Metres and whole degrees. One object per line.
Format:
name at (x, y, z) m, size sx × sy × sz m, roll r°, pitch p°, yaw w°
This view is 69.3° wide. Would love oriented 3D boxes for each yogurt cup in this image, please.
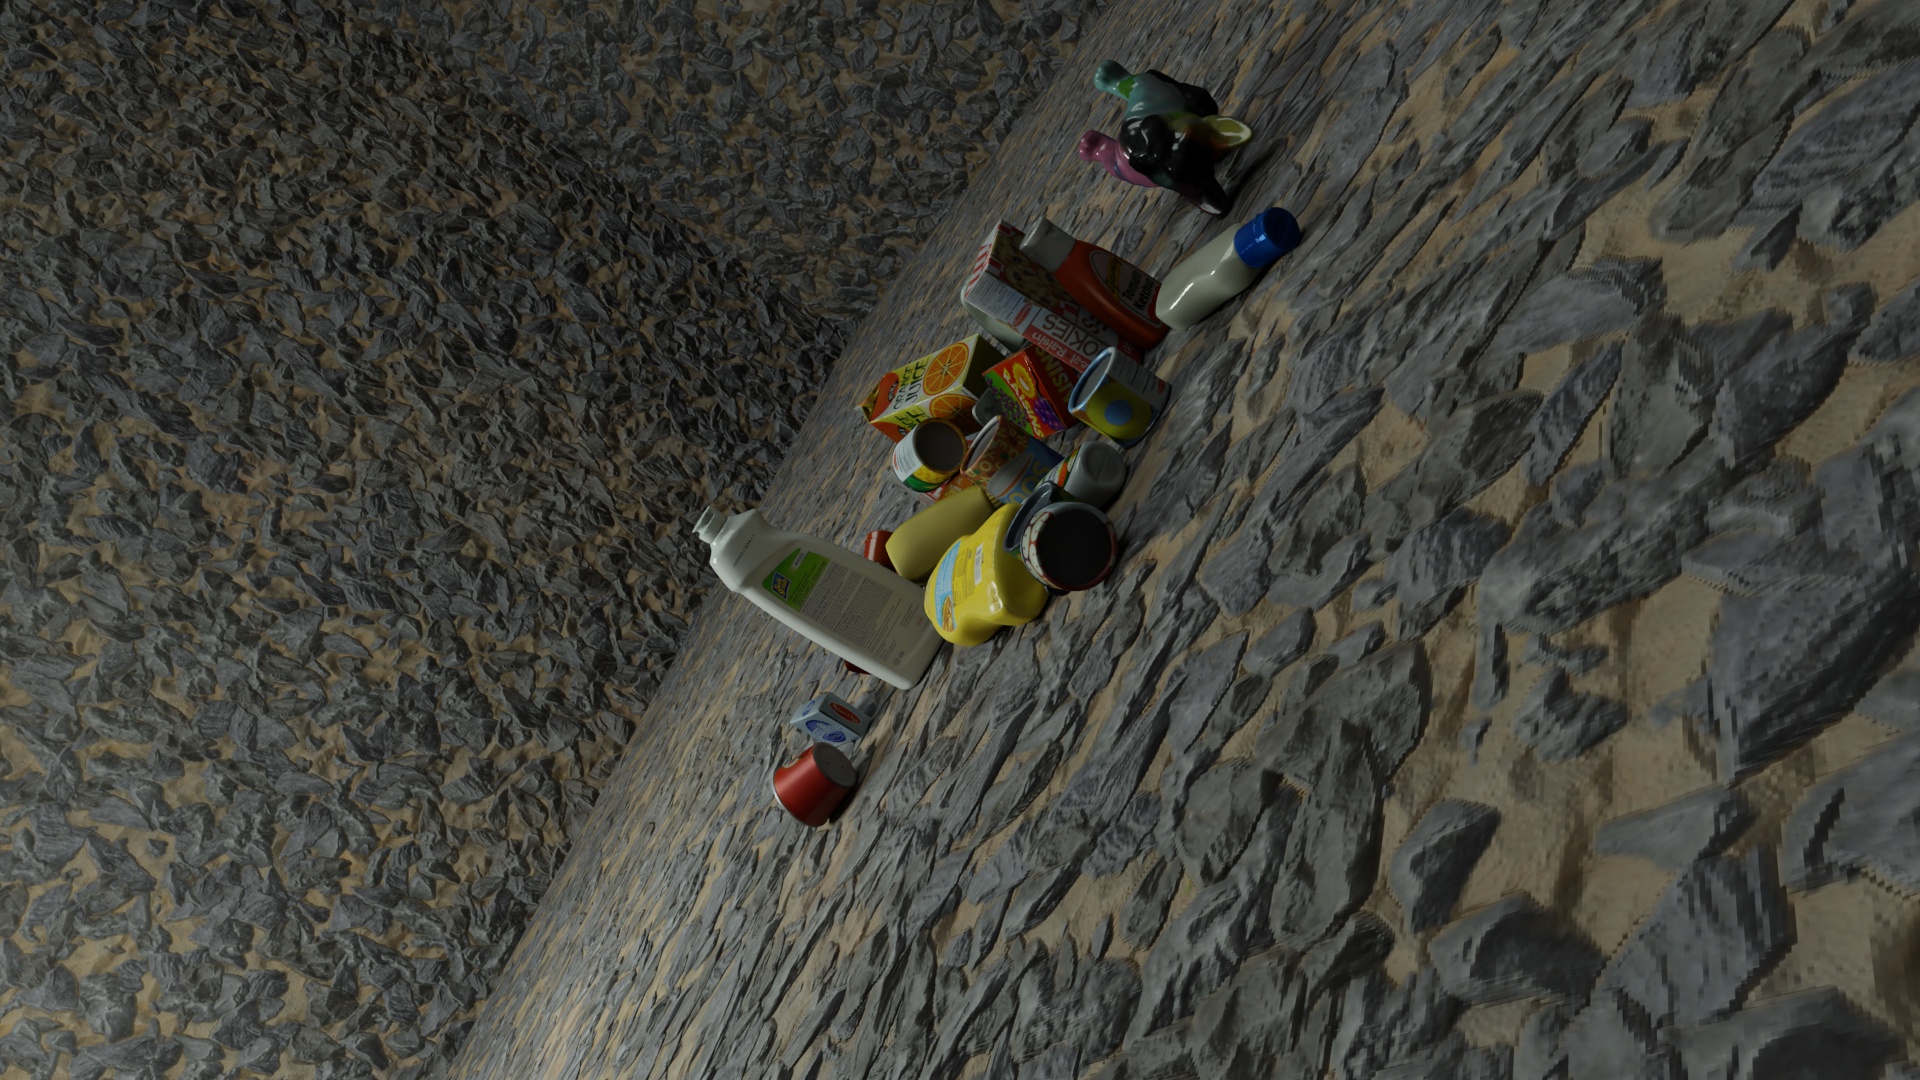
yogurt cup at (-0.134, 0.225, 1.298) m, size 0.053 × 0.072 × 0.073 m, roll -44°, pitch 16°, yaw 18°

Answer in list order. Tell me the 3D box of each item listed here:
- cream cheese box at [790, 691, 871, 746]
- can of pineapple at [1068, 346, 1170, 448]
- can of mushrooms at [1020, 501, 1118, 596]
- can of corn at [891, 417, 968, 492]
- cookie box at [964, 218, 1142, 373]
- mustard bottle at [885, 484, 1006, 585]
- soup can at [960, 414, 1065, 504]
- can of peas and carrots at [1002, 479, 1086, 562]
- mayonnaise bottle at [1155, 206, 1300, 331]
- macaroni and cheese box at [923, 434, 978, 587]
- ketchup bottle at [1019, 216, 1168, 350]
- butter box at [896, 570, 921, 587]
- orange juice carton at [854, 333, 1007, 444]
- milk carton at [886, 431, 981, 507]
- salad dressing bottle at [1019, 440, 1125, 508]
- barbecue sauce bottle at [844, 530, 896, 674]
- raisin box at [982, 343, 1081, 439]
cream cheese box at (-0.132, 0.183, 1.410) m, size 0.024 × 0.053 × 0.103 m, roll -61°, pitch 13°, yaw -24°
can of pineapple at (0.129, -0.117, 1.148) m, size 0.070 × 0.058 × 0.071 m, roll -53°, pitch 14°, yaw 19°
can of mushrooms at (0.080, 0.007, 1.022) m, size 0.071 × 0.071 × 0.033 m, roll -59°, pitch 14°, yaw -7°
can of corn at (-0.030, -0.091, 1.483) m, size 0.058 × 0.071 × 0.071 m, roll -37°, pitch 24°, yaw 60°
cookie box at (0.091, -0.218, 1.287) m, size 0.040 × 0.167 × 0.123 m, roll -53°, pitch 14°, yaw 32°
mustard bottle at (0.005, -0.017, 1.353) m, size 0.160 × 0.065 × 0.049 m, roll -33°, pitch -17°, yaw 16°
soup can at (0.051, -0.063, 1.250) m, size 0.071 × 0.084 × 0.071 m, roll -53°, pitch 14°, yaw 19°
can of peas and carrots at (0.076, -0.005, 1.076) m, size 0.070 × 0.058 × 0.071 m, roll -52°, pitch 14°, yaw 19°
mayonnaise bottle at (0.215, -0.222, 1.123) m, size 0.147 × 0.041 × 0.065 m, roll -29°, pitch 33°, yaw 62°
macaroni and cheese box at (0.000, -0.029, 1.456) m, size 0.166 × 0.040 × 0.124 m, roll -58°, pitch 12°, yaw 1°
ketchup bottle at (0.123, -0.235, 1.249) m, size 0.043 × 0.149 × 0.065 m, roll -42°, pitch 20°, yaw 54°
butter box at (-0.068, 0.048, 1.561) m, size 0.053 × 0.024 × 0.104 m, roll -54°, pitch 14°, yaw 11°
orange juice carton at (-0.032, -0.153, 1.539) m, size 0.192 × 0.071 × 0.073 m, roll -17°, pitch 48°, yaw 43°
milk carton at (-0.006, -0.126, 1.639) m, size 0.190 × 0.072 × 0.074 m, roll -52°, pitch 14°, yaw 18°
salad dressing bottle at (0.080, -0.033, 1.160) m, size 0.147 × 0.044 × 0.064 m, roll -39°, pitch 24°, yaw 54°
barbecue sauce bottle at (-0.091, 0.063, 1.465) m, size 0.064 × 0.044 × 0.149 m, roll 129°, pitch 150°, yaw -64°
raisin box at (0.074, -0.144, 1.343) m, size 0.040 × 0.086 × 0.123 m, roll -31°, pitch 6°, yaw -17°
